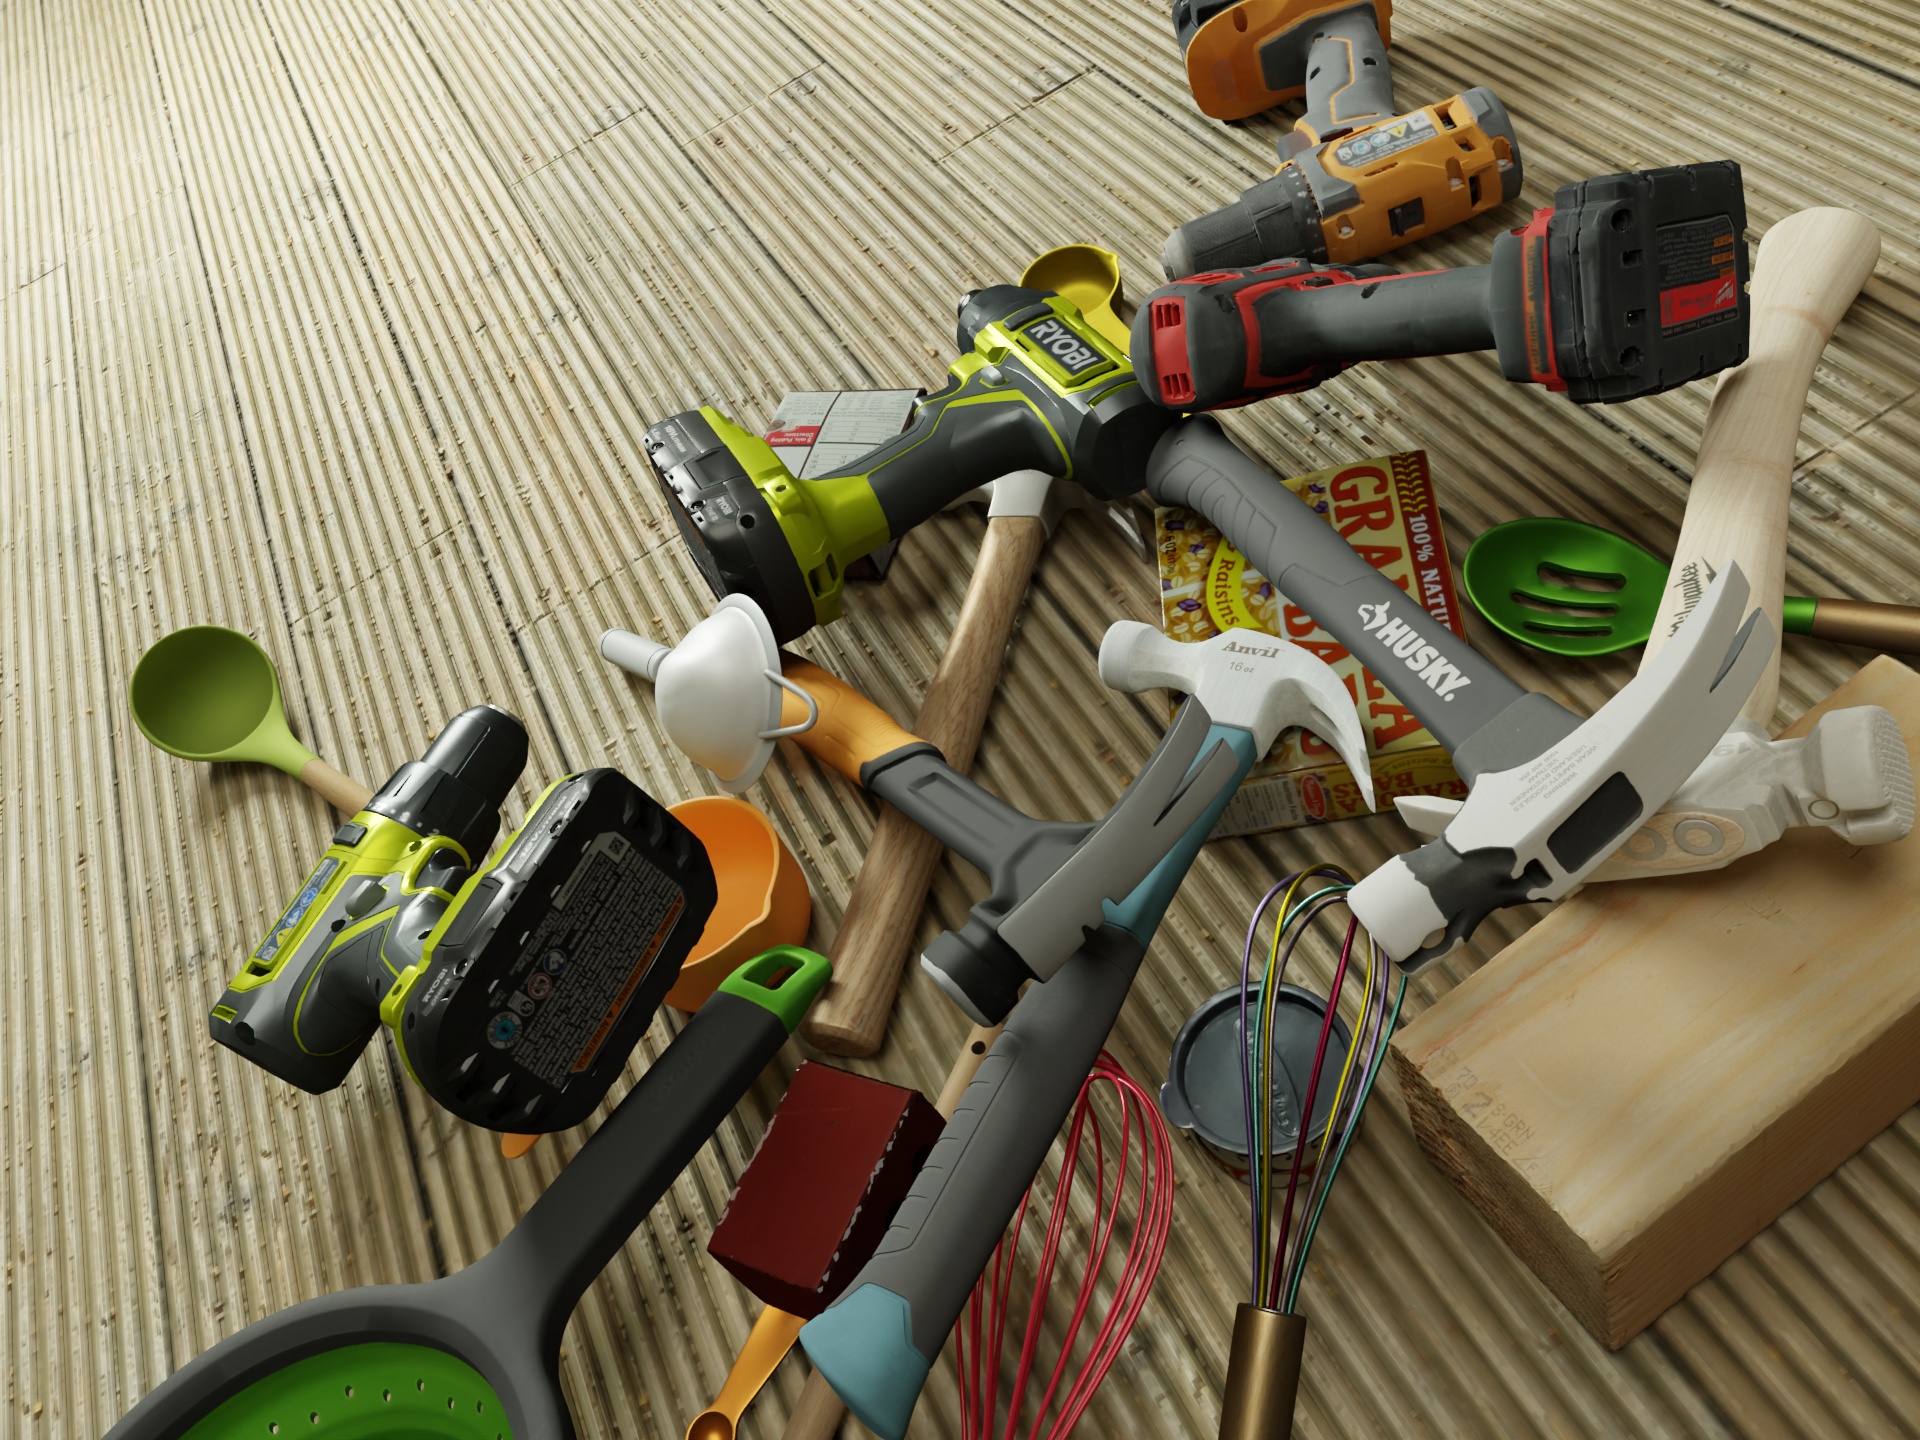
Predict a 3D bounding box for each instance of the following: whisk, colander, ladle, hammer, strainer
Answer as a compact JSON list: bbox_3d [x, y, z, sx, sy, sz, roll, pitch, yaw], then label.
[{"bbox_3d":[0.106,0.165,0.505,0.051,0.047,0.245,5,74,23],"label":"whisk"},{"bbox_3d":[0.013,0.244,0.504,0.073,0.073,0.296,3,60,26],"label":"whisk"},{"bbox_3d":[-0.161,0.247,0.562,0.205,0.094,0.397,13,49,36],"label":"colander"},{"bbox_3d":[-0.331,0.030,0.830,0.320,0.062,0.078,25,67,34],"label":"ladle"},{"bbox_3d":[-0.028,0.008,0.653,0.127,0.034,0.337,-45,30,-10],"label":"hammer"},{"bbox_3d":[0.044,0.086,0.550,0.128,0.033,0.331,11,50,32],"label":"hammer"},{"bbox_3d":[0.288,-0.090,0.606,0.146,0.038,0.411,-12,31,41],"label":"hammer"},{"bbox_3d":[0.144,-0.051,0.584,0.146,0.035,0.335,-40,30,8],"label":"hammer"},{"bbox_3d":[-0.001,-0.002,0.725,0.130,0.031,0.331,2,55,26],"label":"hammer"},{"bbox_3d":[-0.136,-0.022,0.744,0.050,0.087,0.259,2,8,-27],"label":"strainer"}]

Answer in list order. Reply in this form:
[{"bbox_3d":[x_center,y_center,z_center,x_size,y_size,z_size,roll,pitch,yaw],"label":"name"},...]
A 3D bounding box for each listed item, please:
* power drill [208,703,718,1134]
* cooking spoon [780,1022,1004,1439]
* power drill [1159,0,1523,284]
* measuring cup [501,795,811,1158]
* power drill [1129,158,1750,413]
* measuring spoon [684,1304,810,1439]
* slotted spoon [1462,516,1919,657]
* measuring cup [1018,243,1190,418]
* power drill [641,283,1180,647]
[{"bbox_3d":[-0.207,0.074,0.670,0.228,0.080,0.191,0,53,47],"label":"power drill"},{"bbox_3d":[-0.051,0.246,0.556,0.069,0.017,0.319,14,60,24],"label":"cooking spoon"},{"bbox_3d":[0.181,-0.330,0.880,0.185,0.084,0.226,-20,52,10],"label":"power drill"},{"bbox_3d":[-0.129,0.116,0.674,0.095,0.052,0.174,16,63,33],"label":"measuring cup"},{"bbox_3d":[0.210,-0.178,0.682,0.188,0.080,0.227,-22,18,-41],"label":"power drill"},{"bbox_3d":[-0.062,0.221,0.589,0.021,0.011,0.117,18,59,32],"label":"measuring spoon"},{"bbox_3d":[0.350,-0.033,0.599,0.314,0.031,0.070,11,59,28],"label":"slotted spoon"},{"bbox_3d":[0.084,-0.197,0.856,0.062,0.029,0.157,-30,59,-1],"label":"measuring cup"},{"bbox_3d":[-0.029,-0.135,0.770,0.223,0.080,0.171,-26,44,-11],"label":"power drill"}]
